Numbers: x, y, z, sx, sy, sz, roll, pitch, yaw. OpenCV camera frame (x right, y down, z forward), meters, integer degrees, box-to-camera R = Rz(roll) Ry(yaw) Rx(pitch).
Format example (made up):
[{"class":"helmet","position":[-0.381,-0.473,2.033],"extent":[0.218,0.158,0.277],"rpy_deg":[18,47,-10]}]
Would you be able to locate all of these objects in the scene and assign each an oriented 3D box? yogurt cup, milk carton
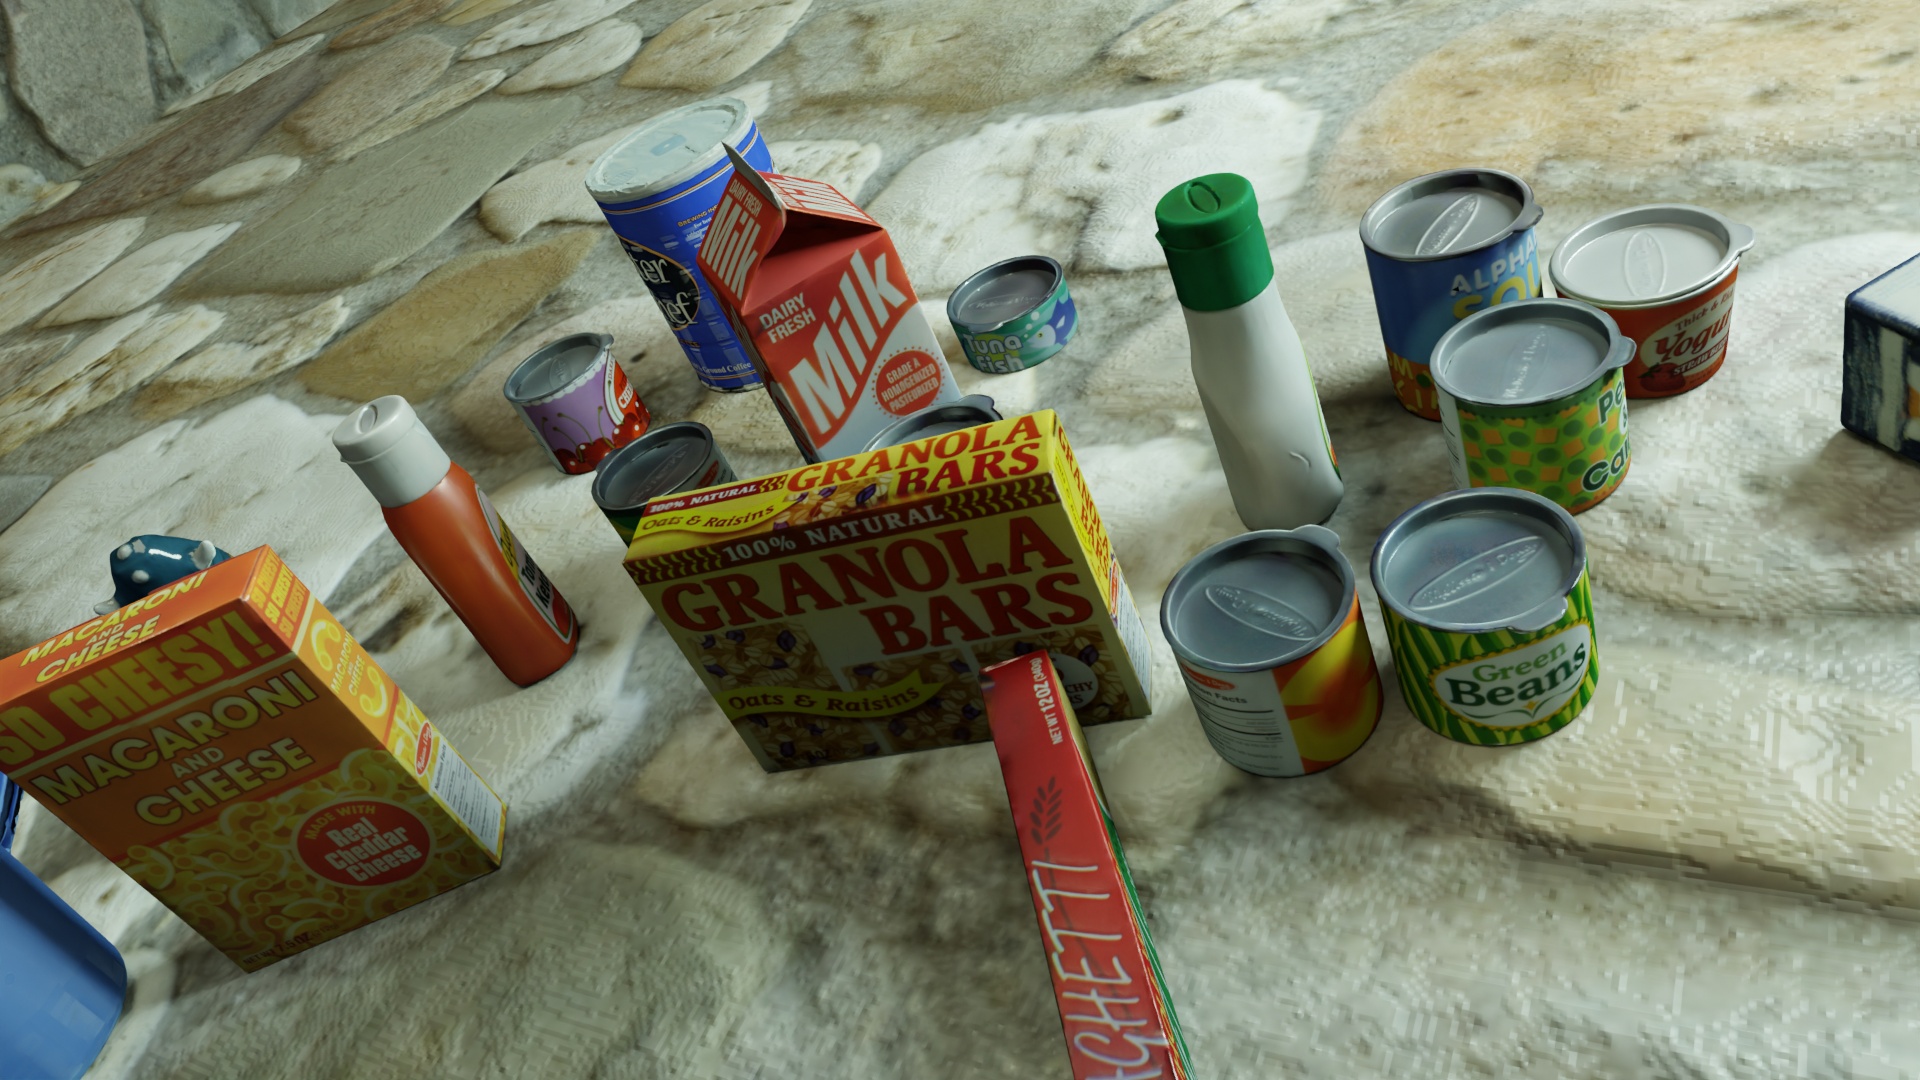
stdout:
[{"class":"yogurt cup","position":[0.273,-0.093,0.553],"extent":[0.072,0.053,0.073],"rpy_deg":[-16,37,13]},{"class":"milk carton","position":[-0.055,-0.088,0.624],"extent":[0.073,0.189,0.072],"rpy_deg":[-32,37,-8]}]

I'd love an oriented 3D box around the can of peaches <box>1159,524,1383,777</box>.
[{"class":"can of peaches","position":[0.111,0.038,0.484],"extent":[0.071,0.057,0.071],"rpy_deg":[-16,37,13]}]

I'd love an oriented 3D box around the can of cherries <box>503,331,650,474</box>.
[{"class":"can of cherries","position":[-0.225,-0.083,0.829],"extent":[0.071,0.058,0.072],"rpy_deg":[-16,37,13]}]

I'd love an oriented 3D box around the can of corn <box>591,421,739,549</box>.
[{"class":"can of corn","position":[-0.144,-0.017,0.701],"extent":[0.071,0.058,0.071],"rpy_deg":[-16,37,13]}]

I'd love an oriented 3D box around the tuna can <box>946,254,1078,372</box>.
[{"class":"tuna can","position":[0.028,-0.120,0.748],"extent":[0.071,0.032,0.071],"rpy_deg":[-16,37,13]}]

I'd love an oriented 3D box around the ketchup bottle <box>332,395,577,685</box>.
[{"class":"ketchup bottle","position":[-0.238,0.000,0.659],"extent":[0.043,0.148,0.065],"rpy_deg":[-29,36,-4]}]

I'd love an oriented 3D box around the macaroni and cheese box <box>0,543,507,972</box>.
[{"class":"macaroni and cheese box","position":[-0.283,0.092,0.557],"extent":[0.124,0.165,0.040],"rpy_deg":[-23,36,4]}]

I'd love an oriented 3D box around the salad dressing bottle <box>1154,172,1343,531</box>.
[{"class":"salad dressing bottle","position":[0.112,-0.069,0.539],"extent":[0.044,0.147,0.064],"rpy_deg":[-22,36,5]}]

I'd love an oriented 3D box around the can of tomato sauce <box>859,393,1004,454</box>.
[{"class":"can of tomato sauce","position":[0.002,-0.007,0.582],"extent":[0.071,0.082,0.071],"rpy_deg":[-16,37,13]}]

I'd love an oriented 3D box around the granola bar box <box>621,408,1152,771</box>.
[{"class":"granola bar box","position":[-0.023,0.024,0.524],"extent":[0.165,0.123,0.039],"rpy_deg":[-11,39,19]}]

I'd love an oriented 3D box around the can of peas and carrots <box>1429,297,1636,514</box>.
[{"class":"can of peas and carrots","position":[0.219,-0.050,0.527],"extent":[0.071,0.058,0.071],"rpy_deg":[-16,37,13]}]

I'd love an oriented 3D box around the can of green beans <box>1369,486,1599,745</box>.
[{"class":"can of green beans","position":[0.175,0.025,0.462],"extent":[0.071,0.057,0.071],"rpy_deg":[-16,37,13]}]

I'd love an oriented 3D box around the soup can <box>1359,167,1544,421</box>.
[{"class":"soup can","position":[0.208,-0.100,0.574],"extent":[0.071,0.083,0.072],"rpy_deg":[-16,37,13]}]

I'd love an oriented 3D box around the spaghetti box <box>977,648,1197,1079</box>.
[{"class":"spaghetti box","position":[0.045,0.132,0.414],"extent":[0.028,0.050,0.251],"rpy_deg":[-22,37,5]}]
